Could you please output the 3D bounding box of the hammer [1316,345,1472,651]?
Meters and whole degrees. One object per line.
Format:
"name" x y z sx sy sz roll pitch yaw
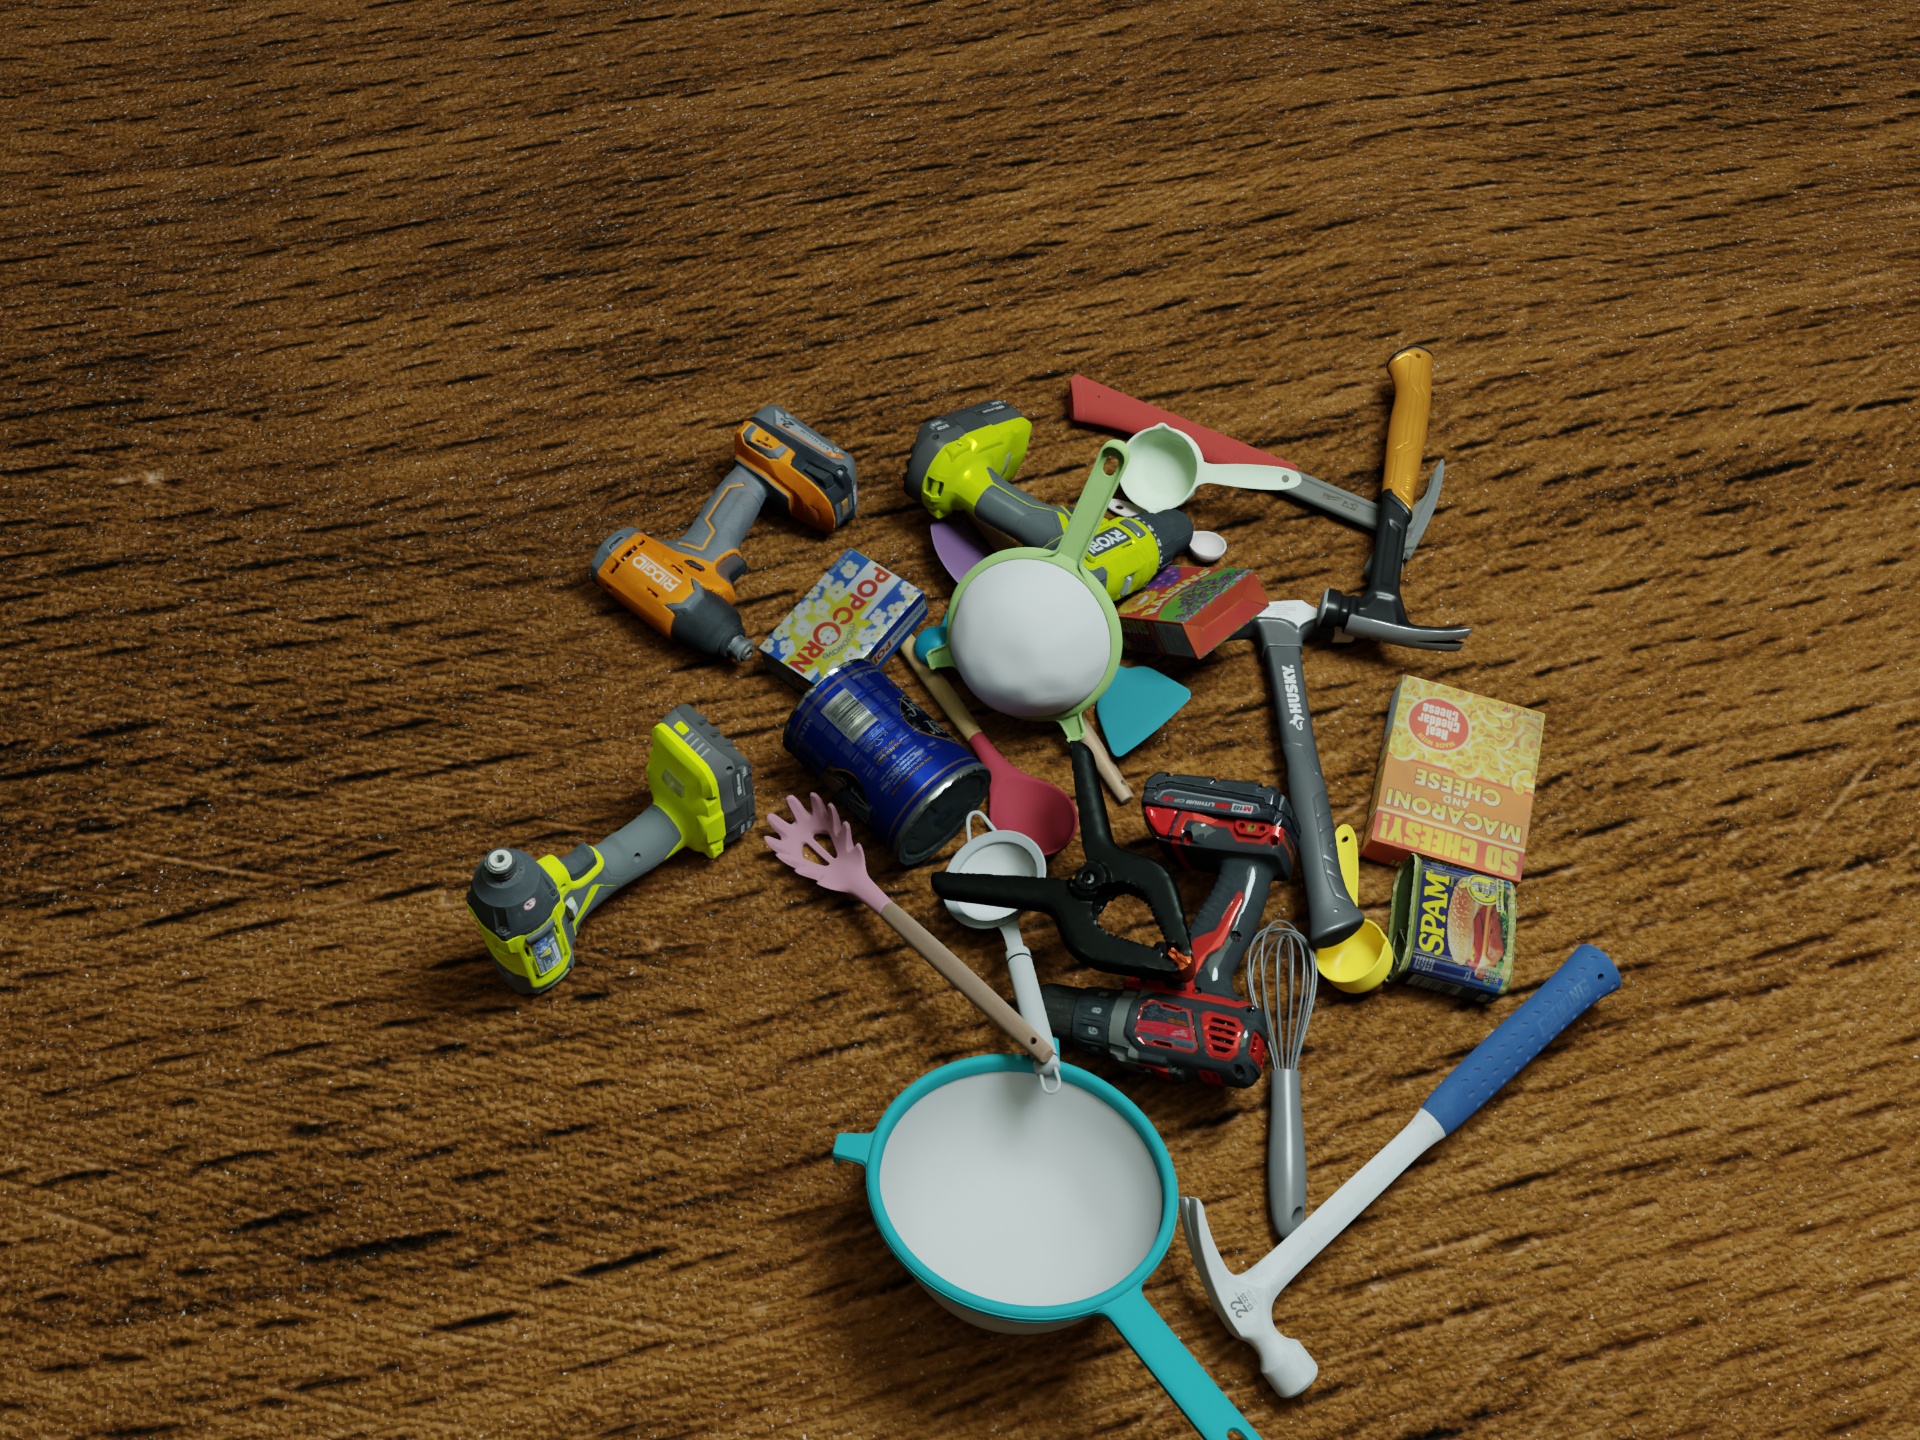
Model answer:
"hammer" 0.406 -0.210 1.441 0.127 0.034 0.337 13 59 5

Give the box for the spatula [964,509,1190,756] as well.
"spatula" 0.083 -0.100 1.397 0.082 0.044 0.318 -41 64 7

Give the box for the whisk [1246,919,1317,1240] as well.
"whisk" 0.241 0.264 1.186 0.055 0.055 0.239 4 63 0

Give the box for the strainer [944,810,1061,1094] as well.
"strainer" 0.042 0.175 1.203 0.087 0.050 0.259 -24 43 9

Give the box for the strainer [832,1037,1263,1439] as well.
"strainer" 0.075 0.375 1.055 0.211 0.095 0.341 -20 46 -31

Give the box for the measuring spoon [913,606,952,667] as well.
"measuring spoon" -0.003 -0.097 1.393 0.042 0.021 0.129 22 50 6

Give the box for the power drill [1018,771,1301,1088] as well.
"power drill" 0.154 0.157 1.205 0.188 0.080 0.227 6 65 26

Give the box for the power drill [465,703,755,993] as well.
"power drill" -0.264 0.094 1.197 0.080 0.171 0.223 41 63 20

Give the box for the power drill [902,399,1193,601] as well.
"power drill" 0.080 -0.188 1.406 0.229 0.080 0.190 40 45 24

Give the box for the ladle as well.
"ladle" -0.002 -0.004 1.347 0.069 0.031 0.316 -29 62 -14

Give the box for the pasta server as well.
"pasta server" -0.041 0.155 1.200 0.060 0.040 0.316 -44 51 -12

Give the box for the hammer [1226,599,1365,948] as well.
"hammer" 0.276 0.035 1.312 0.146 0.035 0.335 0 53 -2

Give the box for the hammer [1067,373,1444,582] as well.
"hammer" 0.269 -0.251 1.499 0.359 0.036 0.149 25 61 12

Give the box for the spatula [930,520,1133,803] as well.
"spatula" 0.060 -0.057 1.378 0.059 0.018 0.316 -10 59 -42

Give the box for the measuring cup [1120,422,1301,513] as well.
"measuring cup" 0.228 -0.226 1.447 0.167 0.038 0.083 8 102 20

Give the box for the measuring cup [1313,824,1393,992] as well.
"measuring cup" 0.313 0.149 1.267 0.062 0.029 0.157 -20 39 28

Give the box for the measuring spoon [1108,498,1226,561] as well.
"measuring spoon" 0.187 -0.175 1.466 0.124 0.018 0.034 27 50 21

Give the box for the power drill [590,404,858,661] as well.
"power drill" -0.191 -0.157 1.402 0.164 0.084 0.226 36 69 17

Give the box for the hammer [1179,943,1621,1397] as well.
"hammer" 0.331 0.293 1.150 0.405 0.035 0.144 -35 86 -20

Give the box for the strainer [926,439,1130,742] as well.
"strainer" 0.069 -0.102 1.263 0.151 0.256 0.069 29 29 8
